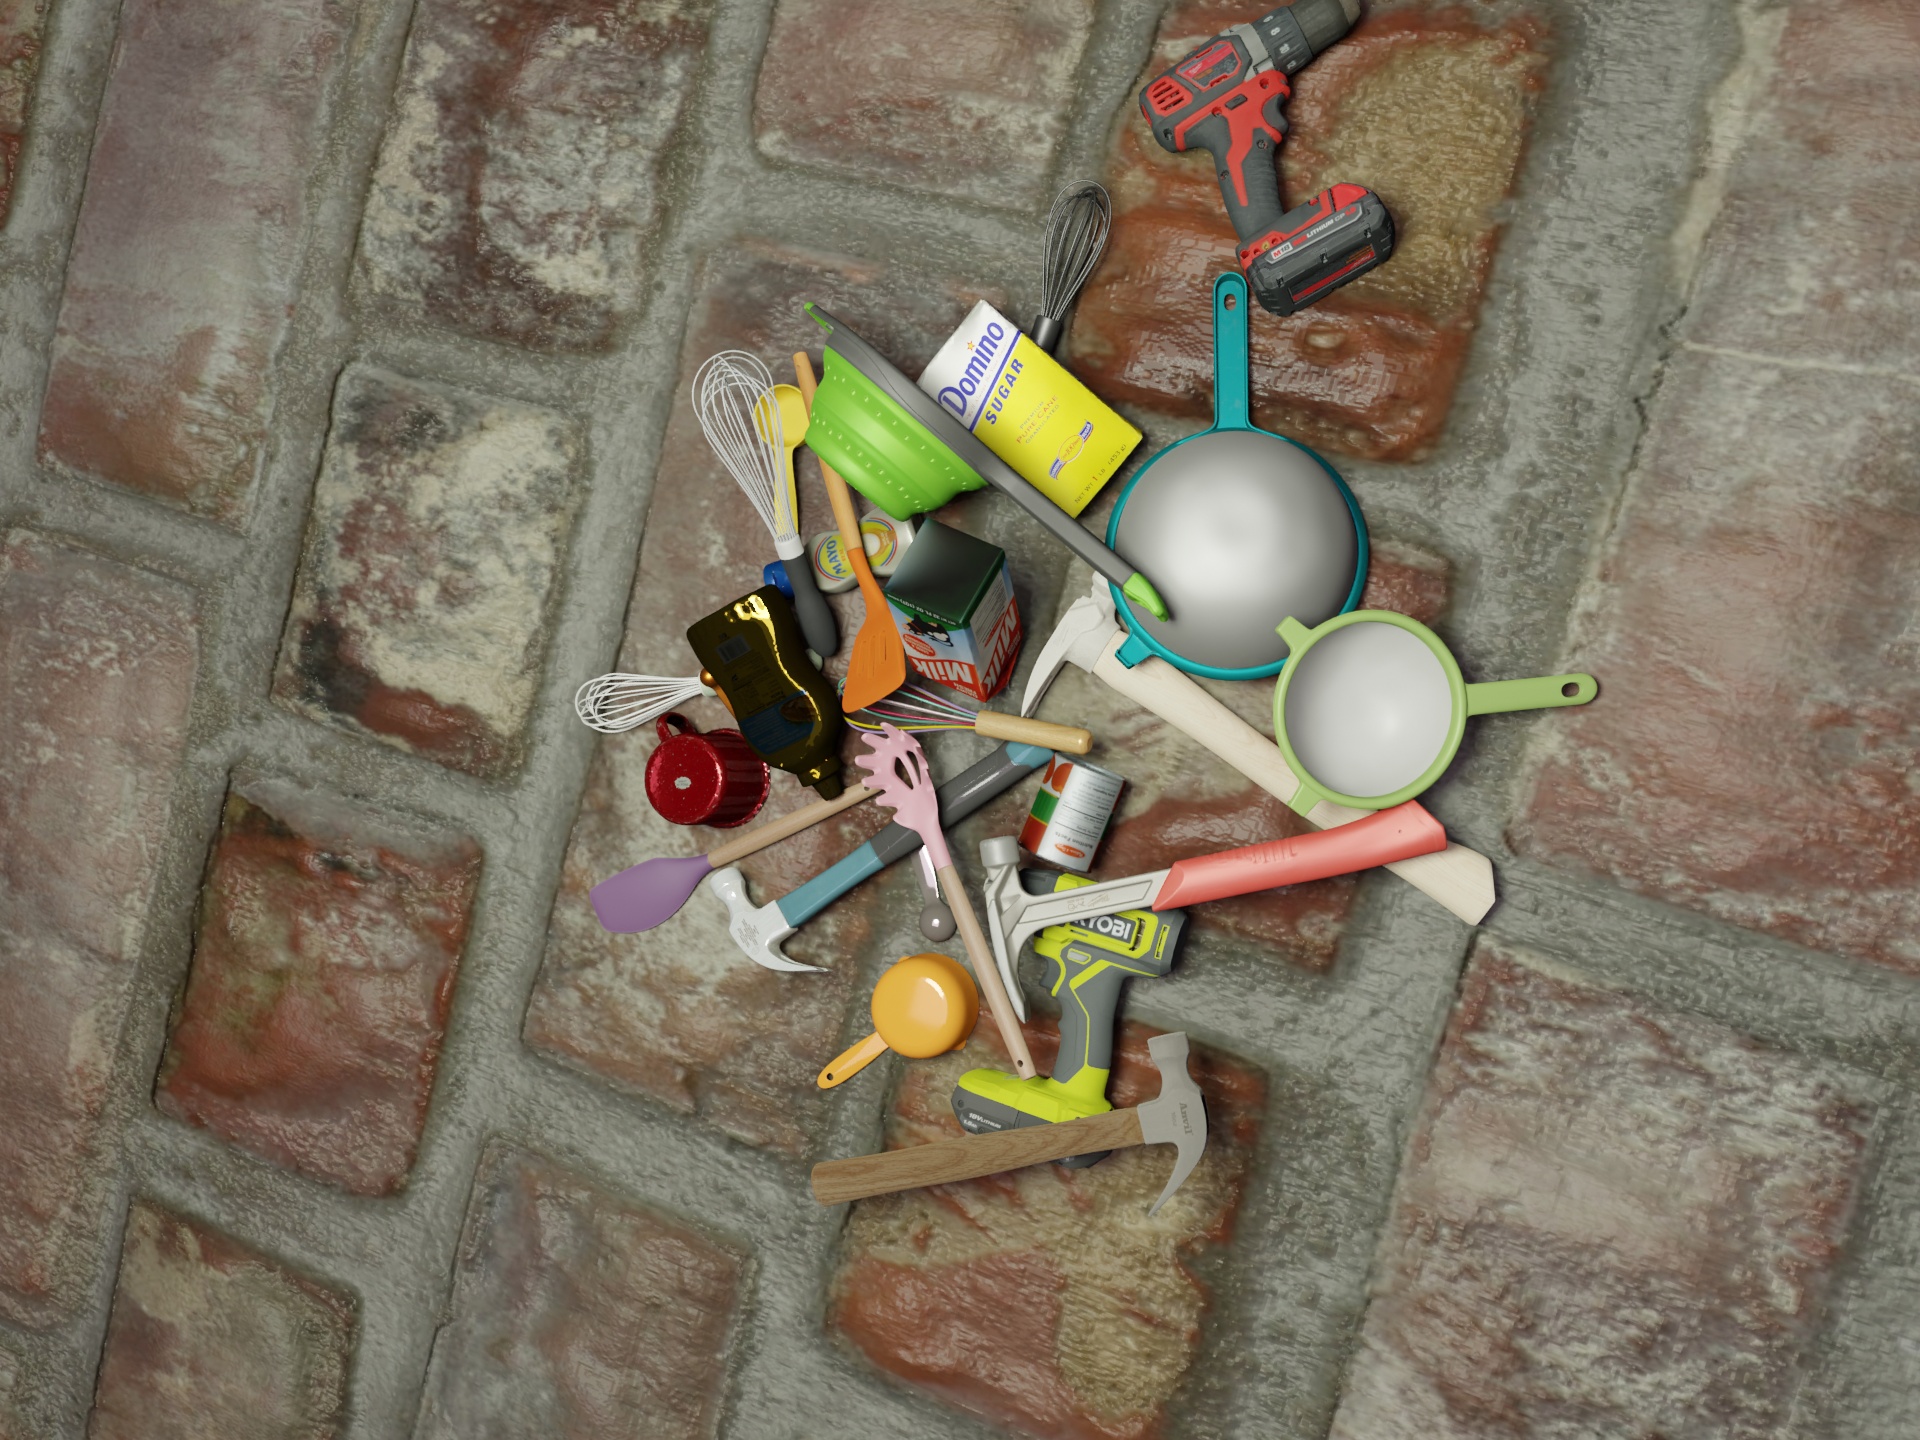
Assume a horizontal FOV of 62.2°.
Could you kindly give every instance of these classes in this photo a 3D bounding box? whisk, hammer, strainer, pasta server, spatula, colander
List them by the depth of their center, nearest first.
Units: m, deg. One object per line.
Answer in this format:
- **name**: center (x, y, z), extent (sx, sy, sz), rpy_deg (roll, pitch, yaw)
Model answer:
- **strainer**: center (0.357, -0.015, 1.230), extent (0.256, 0.069, 0.151), rpy_deg (-6, 95, -7)
- **hammer**: center (0.198, 0.132, 1.245), extent (0.359, 0.036, 0.149), rpy_deg (-13, 84, 11)
- **strainer**: center (0.218, -0.206, 1.259), extent (0.211, 0.095, 0.340), rpy_deg (0, 82, 7)
- **hammer**: center (0.036, 0.345, 1.265), extent (0.331, 0.031, 0.130), rpy_deg (-16, 80, 16)
- **colander**: center (-0.004, -0.179, 1.277), extent (0.397, 0.204, 0.094), rpy_deg (43, 96, 21)
- **hammer**: center (0.242, 0.042, 1.291), extent (0.411, 0.038, 0.146), rpy_deg (35, 101, 16)
- **pasta server**: center (-0.007, 0.147, 1.314), extent (0.060, 0.040, 0.316), rpy_deg (-31, 70, 25)
- **whisk**: center (-0.154, -0.177, 1.345), extent (0.070, 0.070, 0.284), rpy_deg (-8, 120, 18)
- **whisk**: center (-0.002, -0.006, 1.350), extent (0.245, 0.047, 0.051), rpy_deg (11, 132, 26)
- **whisk**: center (0.072, -0.341, 1.354), extent (0.055, 0.055, 0.239), rpy_deg (23, 100, 18)
- **spatula**: center (-0.103, -0.169, 1.365), extent (0.081, 0.041, 0.323), rpy_deg (-25, 77, 42)
- **hammer**: center (-0.061, 0.106, 1.381), extent (0.331, 0.033, 0.128), rpy_deg (-35, 70, 11)
- **spatula**: center (-0.204, 0.120, 1.447), extent (0.316, 0.018, 0.060), rpy_deg (-26, 87, 17)
- **whisk**: center (-0.241, -0.031, 1.453), extent (0.246, 0.058, 0.059), rpy_deg (-11, 119, 15)

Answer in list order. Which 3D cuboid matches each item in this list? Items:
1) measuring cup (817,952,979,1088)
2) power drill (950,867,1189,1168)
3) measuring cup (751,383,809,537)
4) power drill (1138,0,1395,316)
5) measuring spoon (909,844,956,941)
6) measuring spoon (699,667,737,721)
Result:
- **measuring cup**: center (-0.065, 0.272, 1.377), extent (0.173, 0.052, 0.095), rpy_deg (-38, 78, 12)
- **power drill**: center (0.079, 0.240, 1.321), extent (0.171, 0.080, 0.223), rpy_deg (15, 90, 18)
- **measuring cup**: center (-0.154, -0.225, 1.442), extent (0.062, 0.029, 0.156), rpy_deg (3, 101, 19)
- **power drill**: center (0.268, -0.464, 1.278), extent (0.188, 0.080, 0.227), rpy_deg (-28, 77, 15)
- **measuring spoon**: center (-0.033, 0.133, 1.389), extent (0.034, 0.018, 0.124), rpy_deg (-17, 82, 18)
- **measuring spoon**: center (-0.193, -0.001, 1.427), extent (0.021, 0.011, 0.117), rpy_deg (-37, 101, 17)
